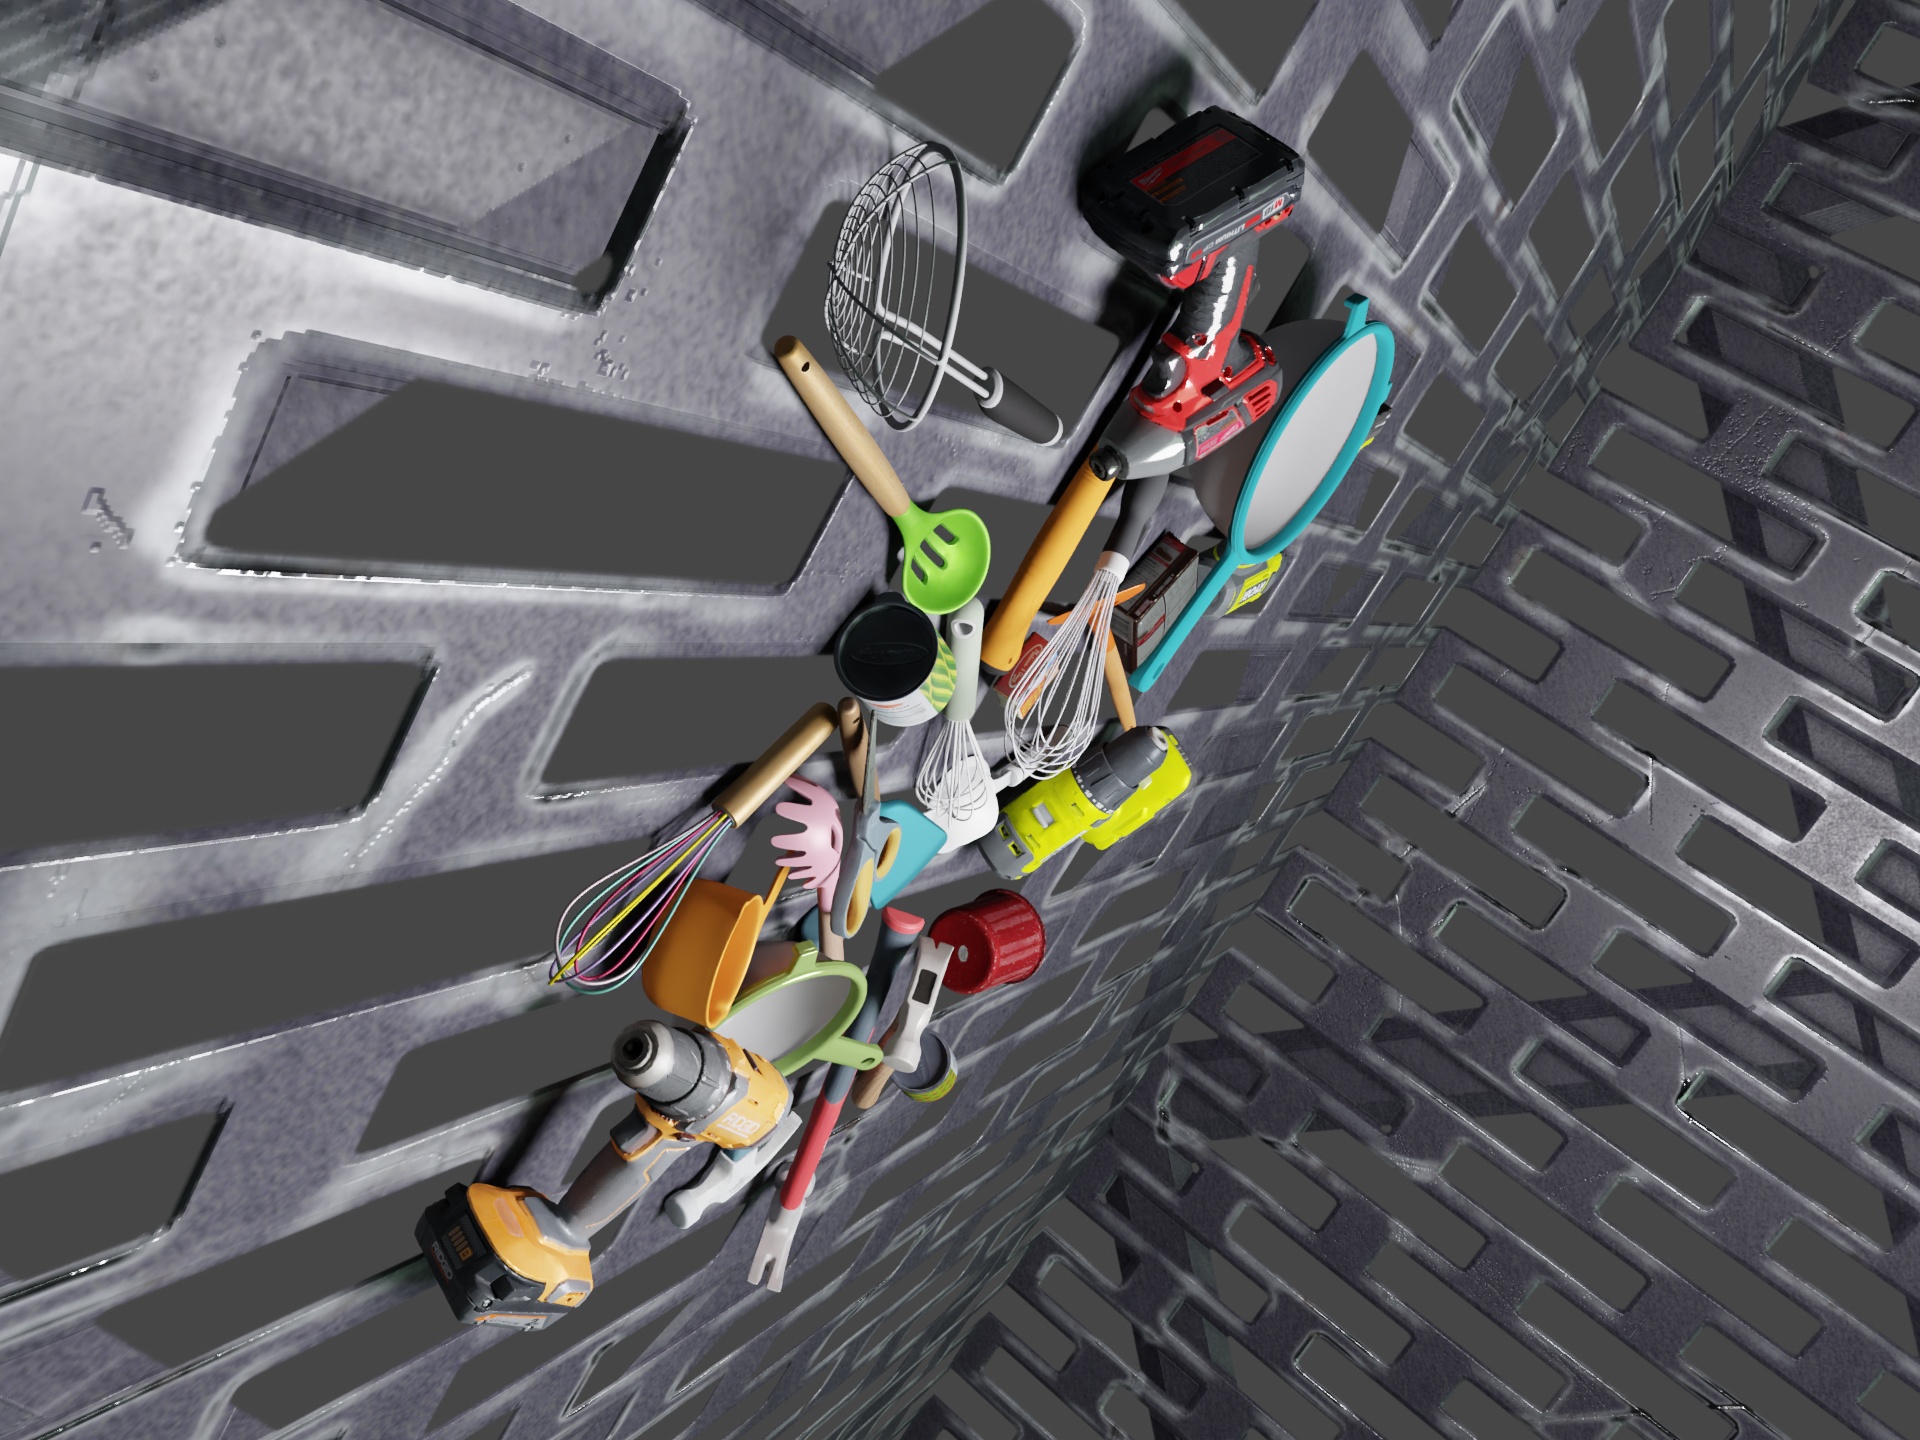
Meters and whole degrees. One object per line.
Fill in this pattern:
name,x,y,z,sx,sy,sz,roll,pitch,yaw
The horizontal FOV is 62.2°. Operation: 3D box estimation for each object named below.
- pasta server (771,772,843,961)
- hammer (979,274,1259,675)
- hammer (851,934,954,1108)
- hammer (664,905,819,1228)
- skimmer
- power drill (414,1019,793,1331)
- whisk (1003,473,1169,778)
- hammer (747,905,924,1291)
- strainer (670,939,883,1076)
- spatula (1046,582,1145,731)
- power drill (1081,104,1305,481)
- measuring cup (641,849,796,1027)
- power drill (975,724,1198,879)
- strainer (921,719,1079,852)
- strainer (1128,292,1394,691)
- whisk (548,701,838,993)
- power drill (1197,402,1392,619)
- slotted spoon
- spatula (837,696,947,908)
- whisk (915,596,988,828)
pasta server,-0.101,0.143,1.135,0.316,0.040,0.060,93,6,-53
hammer,0.097,-0.178,1.116,0.337,0.034,0.127,-60,160,15
hammer,-0.061,0.291,1.436,0.331,0.031,0.130,114,-3,-60
hammer,-0.152,0.277,1.296,0.128,0.033,0.330,-27,146,-50
skimmer,0.021,-0.191,0.844,0.363,0.090,0.127,6,87,-70
power drill,-0.227,0.277,0.996,0.226,0.084,0.185,-39,152,-3
whisk,0.099,-0.086,1.168,0.070,0.070,0.285,75,36,-65
hammer,-0.111,0.329,1.406,0.143,0.038,0.386,-75,-174,-62
strainer,-0.126,0.212,1.159,0.151,0.069,0.256,-39,153,6
spatula,0.130,-0.047,1.362,0.081,0.041,0.322,-21,155,4
power drill,0.136,-0.245,0.975,0.143,0.079,0.219,-34,148,-17
measuring cup,-0.154,0.122,1.034,0.174,0.052,0.095,-65,171,-57
power drill,0.134,0.063,1.460,0.190,0.080,0.228,-38,168,22
strainer,0.042,0.049,1.356,0.258,0.050,0.086,-34,138,-50
strainer,0.210,-0.184,1.269,0.340,0.095,0.211,-55,158,4
whisk,-0.154,0.072,0.950,0.245,0.051,0.047,-46,153,-28
power drill,0.296,-0.206,1.461,0.171,0.080,0.223,-28,151,-51
slotted spoon,-0.042,-0.134,0.891,0.070,0.031,0.313,-53,158,-4
spatula,-0.056,0.053,1.109,0.082,0.044,0.317,-44,164,-14
whisk,-0.002,-0.004,1.172,0.246,0.058,0.059,95,2,-50
